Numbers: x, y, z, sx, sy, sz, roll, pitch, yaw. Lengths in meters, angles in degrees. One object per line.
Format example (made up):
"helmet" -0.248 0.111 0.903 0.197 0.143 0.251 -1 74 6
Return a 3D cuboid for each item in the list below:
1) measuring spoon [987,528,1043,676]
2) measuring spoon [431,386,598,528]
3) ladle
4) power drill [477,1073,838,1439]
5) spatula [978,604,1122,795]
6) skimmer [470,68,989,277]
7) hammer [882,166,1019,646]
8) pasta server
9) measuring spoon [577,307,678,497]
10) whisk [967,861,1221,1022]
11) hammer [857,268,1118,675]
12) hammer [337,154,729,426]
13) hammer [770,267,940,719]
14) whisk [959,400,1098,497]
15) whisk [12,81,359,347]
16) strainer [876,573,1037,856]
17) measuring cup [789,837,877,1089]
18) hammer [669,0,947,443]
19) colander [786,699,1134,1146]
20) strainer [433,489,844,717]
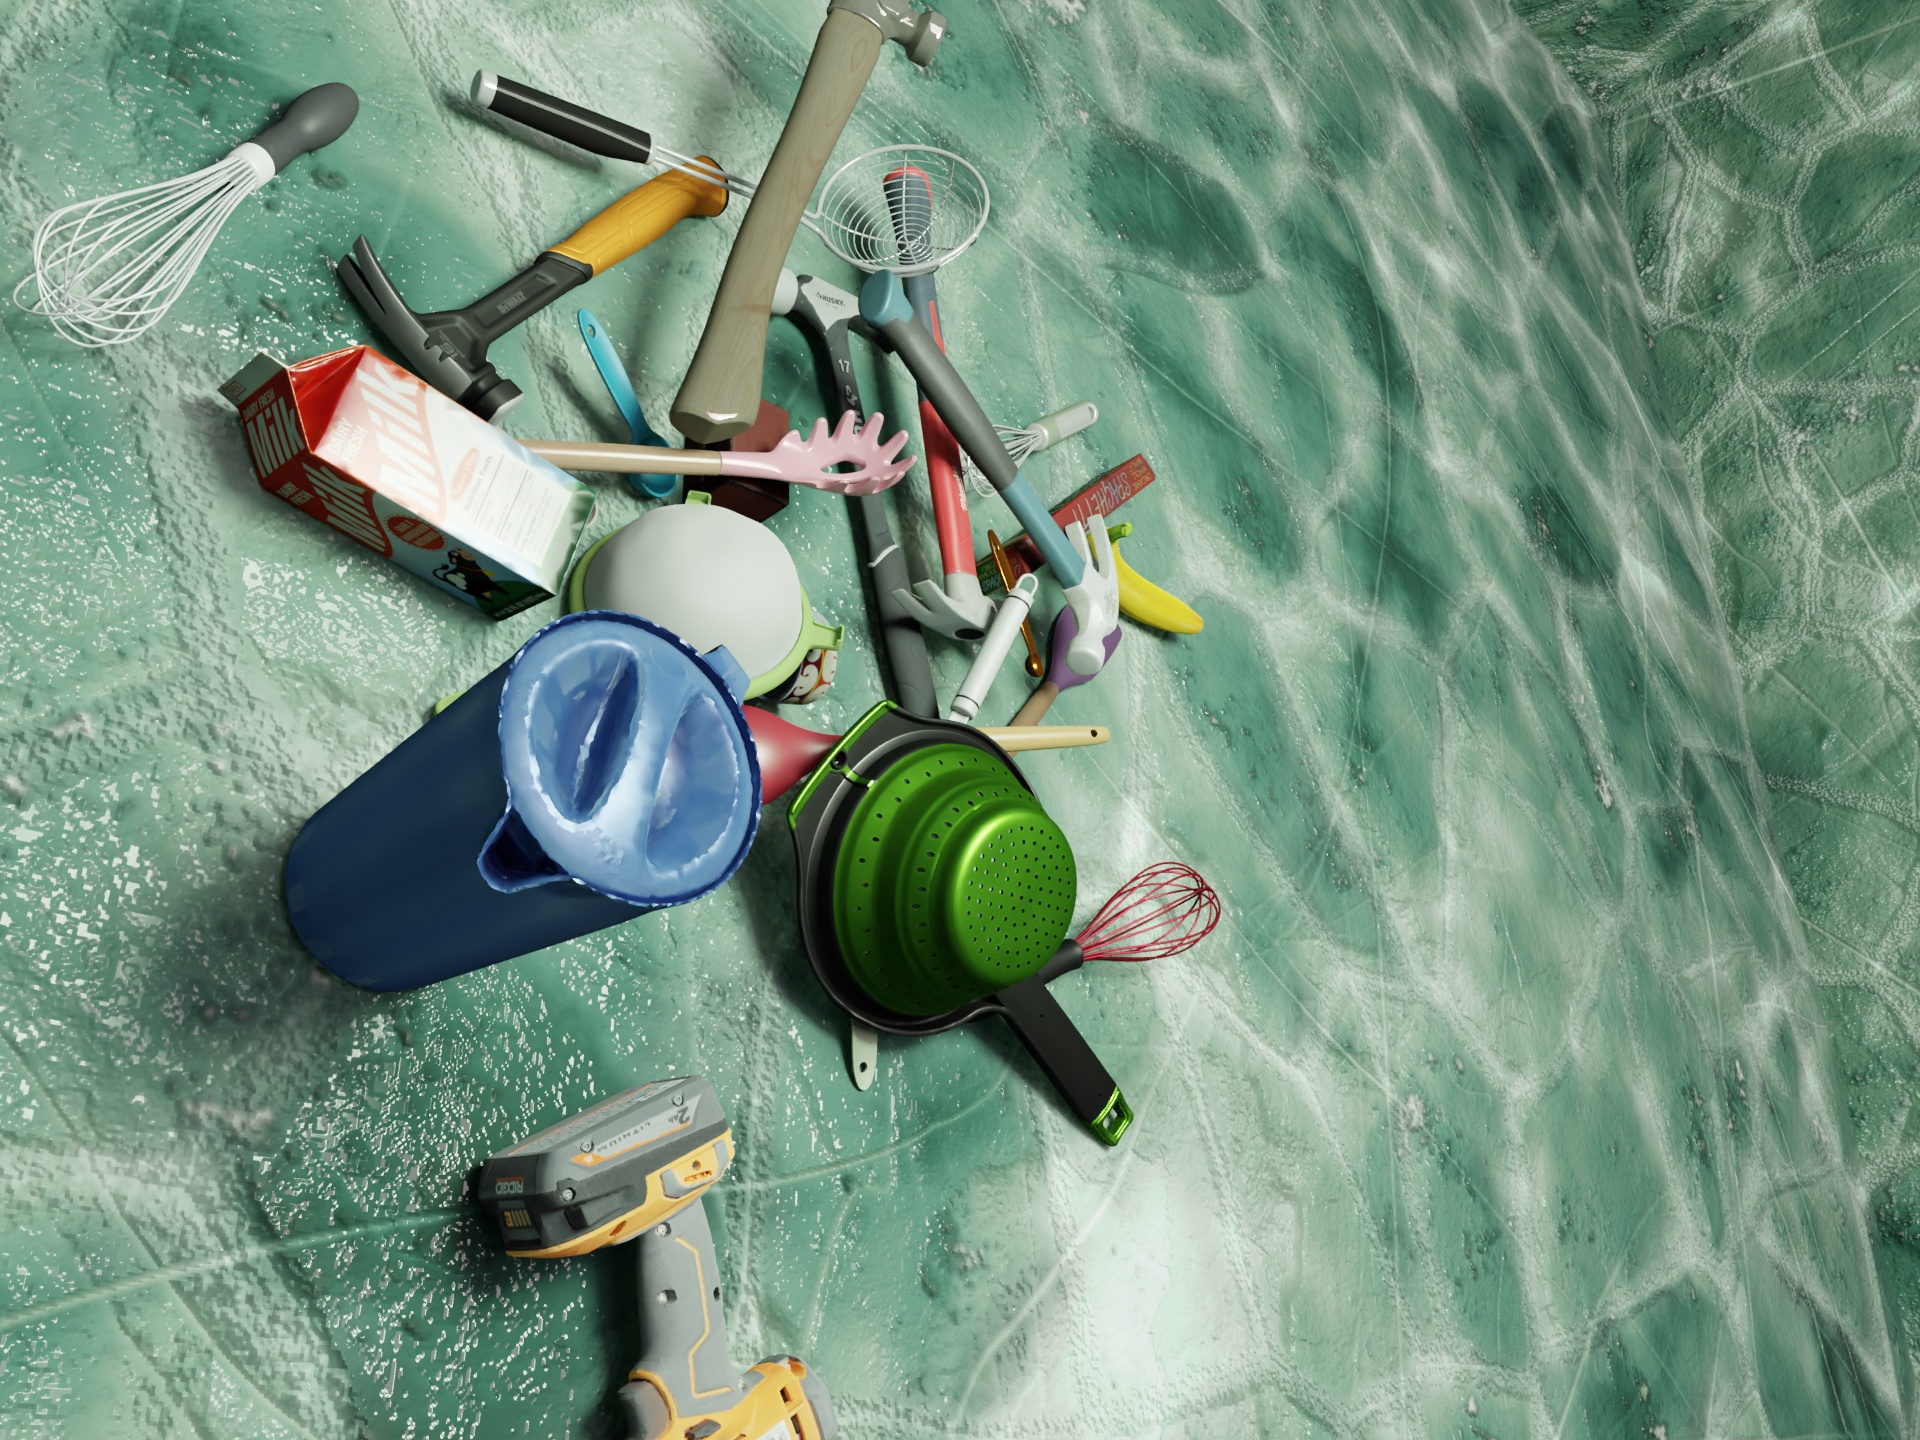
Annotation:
"measuring spoon" 0.038 -0.086 1.186 0.021 0.011 0.117 -16 86 -66
"measuring spoon" -0.276 -0.158 0.969 0.124 0.018 0.034 40 54 -18
"ladle" -0.036 0.017 1.047 0.315 0.031 0.069 -3 74 -28
"power drill" -0.168 0.316 0.802 0.185 0.084 0.226 -18 90 -49
"spatula" 0.060 -0.014 1.256 0.059 0.018 0.316 52 41 -12
"skimmer" -0.148 -0.396 1.102 0.363 0.090 0.127 10 55 -36
"hammer" -0.027 -0.250 1.199 0.143 0.038 0.386 20 59 -60
"pasta server" -0.176 -0.168 0.997 0.316 0.040 0.060 -2 58 -30
"measuring spoon" -0.220 -0.201 1.020 0.042 0.021 0.128 -52 127 -49
"whisk" 0.095 0.166 1.179 0.295 0.073 0.073 -16 84 -43
"hammer" 0.027 -0.189 1.179 0.330 0.033 0.128 52 37 -31
"hammer" -0.254 -0.312 1.046 0.127 0.034 0.337 48 41 -12
"hammer" -0.059 -0.139 1.177 0.149 0.036 0.409 2 71 -48
"whisk" 0.061 -0.238 1.347 0.246 0.059 0.057 -36 111 -54
"whisk" -0.402 -0.286 0.860 0.070 0.070 0.285 46 39 -22
"strainer" -0.002 -0.004 1.109 0.087 0.050 0.258 26 65 1
"measuring cup" -0.074 0.152 1.023 0.083 0.038 0.167 -1 89 -46
"hammer" -0.124 -0.362 1.062 0.146 0.038 0.411 24 62 -17
"colander" 0.045 0.162 1.037 0.204 0.094 0.396 -51 124 -26
"strainer" -0.194 -0.065 0.934 0.151 0.069 0.256 45 50 17
